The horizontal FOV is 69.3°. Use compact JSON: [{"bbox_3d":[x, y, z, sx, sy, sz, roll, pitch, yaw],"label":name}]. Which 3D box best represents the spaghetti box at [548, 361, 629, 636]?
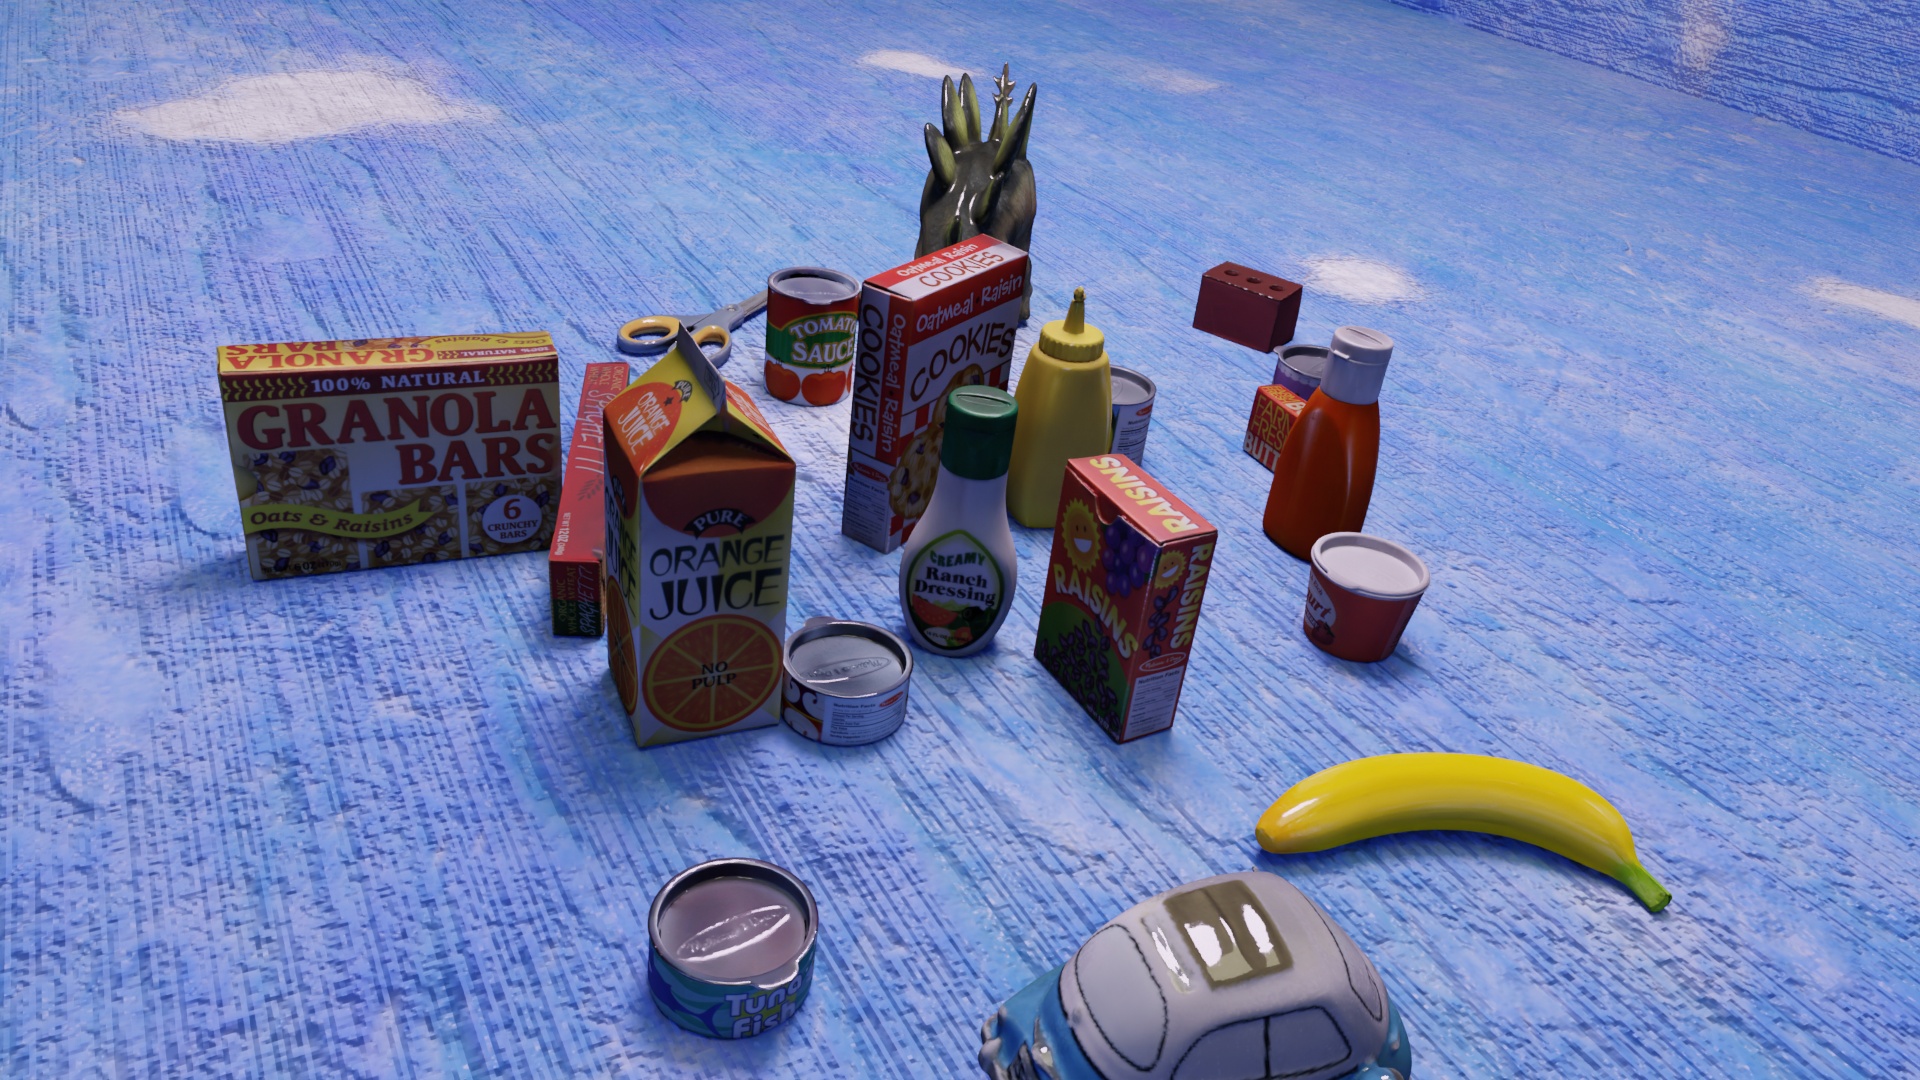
[{"bbox_3d":[-0.217,-0.034,0.826,0.029,0.050,0.251,1,31,-11],"label":"spaghetti box"}]

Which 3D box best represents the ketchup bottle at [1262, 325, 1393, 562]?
[{"bbox_3d":[0.235,-0.060,0.877,0.044,0.148,0.065,-16,38,-34],"label":"ketchup bottle"}]

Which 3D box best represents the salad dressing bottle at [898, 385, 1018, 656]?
[{"bbox_3d":[0.003,-0.009,0.740,0.064,0.146,0.044,10,30,3],"label":"salad dressing bottle"}]

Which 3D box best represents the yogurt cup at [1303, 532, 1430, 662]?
[{"bbox_3d":[0.233,0.034,0.811,0.072,0.053,0.073,6,31,-3],"label":"yogurt cup"}]

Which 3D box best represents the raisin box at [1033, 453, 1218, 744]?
[{"bbox_3d":[0.082,0.029,0.718,0.040,0.122,0.086,-10,35,-27],"label":"raisin box"}]

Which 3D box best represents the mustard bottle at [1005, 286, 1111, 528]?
[{"bbox_3d":[0.064,-0.085,0.869,0.065,0.159,0.049,-8,34,-25],"label":"mustard bottle"}]

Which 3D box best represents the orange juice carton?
[{"bbox_3d":[-0.125,-0.003,0.655,0.073,0.191,0.072,-7,34,-24],"label":"orange juice carton"}]

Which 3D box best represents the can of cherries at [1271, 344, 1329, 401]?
[{"bbox_3d":[0.266,-0.110,1.056,0.071,0.058,0.072,6,31,-3],"label":"can of cherries"}]

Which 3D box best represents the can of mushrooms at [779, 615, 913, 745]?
[{"bbox_3d":[-0.059,0.070,0.704,0.071,0.033,0.071,6,31,-3],"label":"can of mushrooms"}]

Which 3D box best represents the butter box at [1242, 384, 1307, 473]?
[{"bbox_3d":[0.242,-0.066,0.982,0.024,0.052,0.104,-8,34,-25],"label":"butter box"}]

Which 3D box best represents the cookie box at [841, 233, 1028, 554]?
[{"bbox_3d":[-0.017,-0.092,0.854,0.040,0.166,0.123,24,34,25],"label":"cookie box"}]

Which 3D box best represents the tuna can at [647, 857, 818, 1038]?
[{"bbox_3d":[-0.088,0.161,0.546,0.071,0.032,0.071,6,31,-3],"label":"tuna can"}]

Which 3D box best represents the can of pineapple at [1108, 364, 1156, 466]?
[{"bbox_3d":[0.099,-0.086,0.978,0.071,0.057,0.071,6,31,-3],"label":"can of pineapple"}]

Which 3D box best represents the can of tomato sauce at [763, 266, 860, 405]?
[{"bbox_3d":[-0.108,-0.147,1.008,0.071,0.082,0.071,6,31,-3],"label":"can of tomato sauce"}]

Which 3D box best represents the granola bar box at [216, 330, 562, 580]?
[{"bbox_3d":[-0.303,-0.047,0.756,0.166,0.123,0.039,-7,33,-23],"label":"granola bar box"}]
